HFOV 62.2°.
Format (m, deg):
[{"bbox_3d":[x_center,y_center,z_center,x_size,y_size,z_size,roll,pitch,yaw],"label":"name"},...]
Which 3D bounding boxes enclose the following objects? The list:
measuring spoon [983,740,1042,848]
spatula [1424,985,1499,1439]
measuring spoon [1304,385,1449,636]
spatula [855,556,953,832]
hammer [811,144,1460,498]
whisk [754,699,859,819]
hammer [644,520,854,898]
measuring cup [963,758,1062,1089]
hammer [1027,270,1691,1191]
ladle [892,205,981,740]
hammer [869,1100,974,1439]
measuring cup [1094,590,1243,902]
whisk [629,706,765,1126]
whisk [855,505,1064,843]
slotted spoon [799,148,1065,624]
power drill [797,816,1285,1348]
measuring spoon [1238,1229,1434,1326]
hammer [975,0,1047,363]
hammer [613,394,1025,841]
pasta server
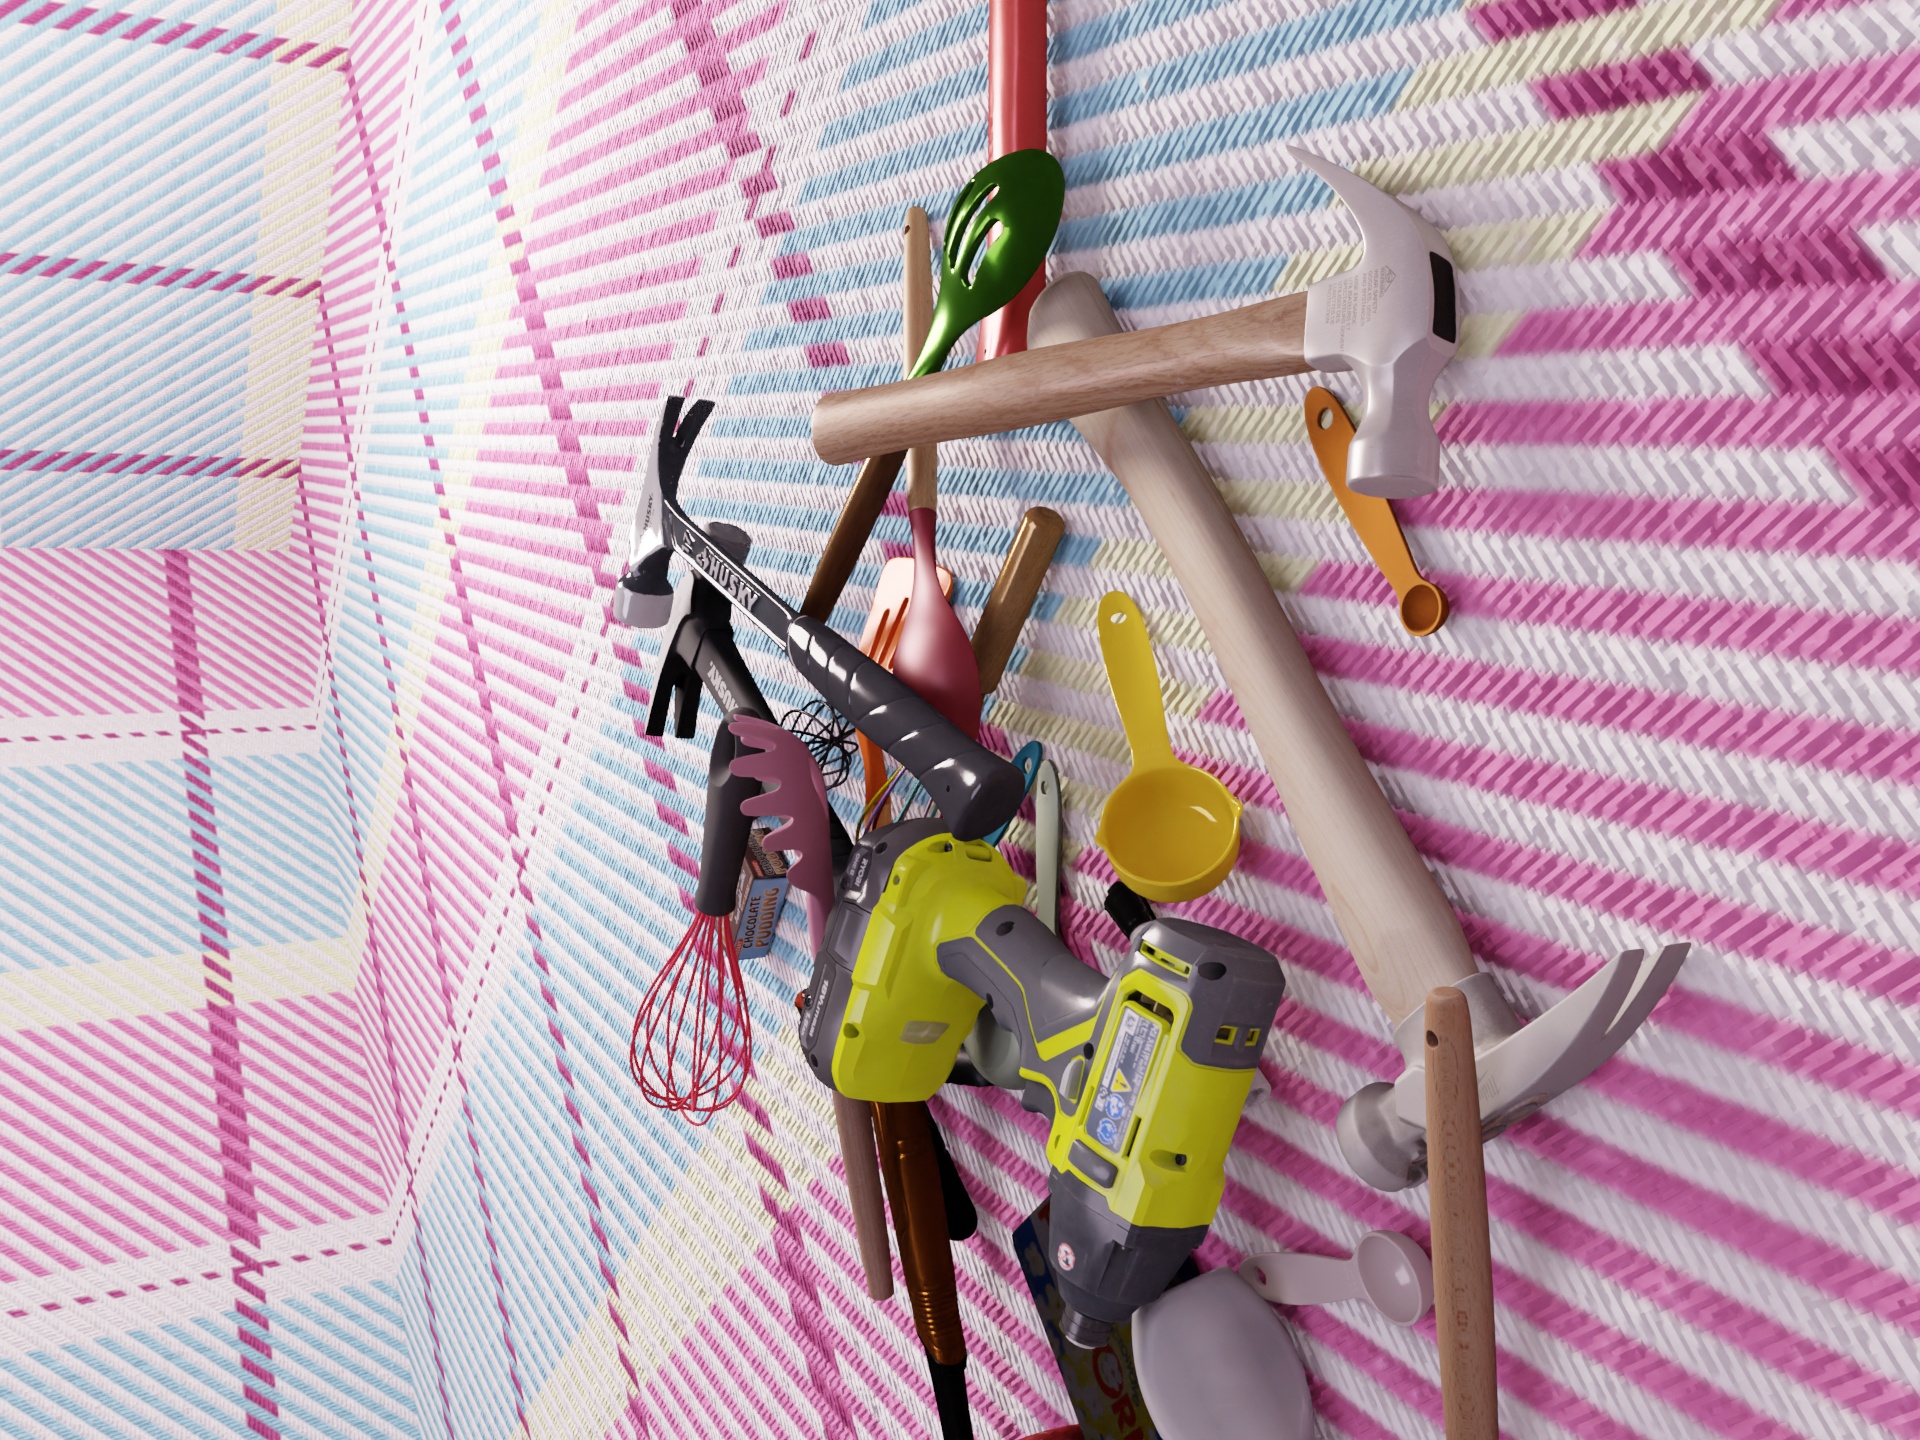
[{"bbox_3d":[0.020,0.063,0.827,0.128,0.021,0.042,-63,40,27],"label":"measuring spoon"},{"bbox_3d":[0.163,0.240,0.528,0.082,0.044,0.317,18,118,62],"label":"spatula"},{"bbox_3d":[0.153,-0.079,0.585,0.021,0.011,0.117,-53,44,45],"label":"measuring spoon"},{"bbox_3d":[-0.039,0.068,0.920,0.081,0.041,0.322,23,116,58],"label":"spatula"},{"bbox_3d":[0.051,-0.144,0.658,0.331,0.031,0.130,1,83,46],"label":"hammer"},{"bbox_3d":[-0.120,0.036,1.035,0.239,0.055,0.055,-33,64,61],"label":"whisk"},{"bbox_3d":[-0.109,0.027,0.917,0.335,0.035,0.146,54,129,46],"label":"hammer"},{"bbox_3d":[0.028,0.102,0.783,0.083,0.038,0.167,20,112,58],"label":"measuring cup"},{"bbox_3d":[0.118,-0.038,0.620,0.146,0.038,0.411,-57,45,44],"label":"hammer"},{"bbox_3d":[-0.019,-0.131,0.823,0.069,0.031,0.316,-28,59,52],"label":"ladle"},{"bbox_3d":[-0.011,0.302,0.828,0.127,0.034,0.337,-9,92,59],"label":"hammer"},{"bbox_3d":[0.082,0.009,0.690,0.029,0.062,0.157,67,-169,-53],"label":"measuring cup"},{"bbox_3d":[-0.142,0.118,0.902,0.073,0.073,0.295,51,137,46],"label":"whisk"},{"bbox_3d":[-0.003,-0.003,0.822,0.047,0.051,0.244,42,125,29],"label":"whisk"},{"bbox_3d":[-0.031,-0.142,0.793,0.313,0.031,0.070,-60,44,39],"label":"slotted spoon"},{"bbox_3d":[0.025,0.144,0.691,0.223,0.080,0.171,24,98,51],"label":"power drill"},{"bbox_3d":[0.145,0.215,0.619,0.124,0.018,0.034,-41,64,62],"label":"measuring spoon"},{"bbox_3d":[0.032,-0.324,0.748,0.149,0.036,0.359,7,98,60],"label":"hammer"},{"bbox_3d":[-0.087,-0.052,0.833,0.409,0.036,0.149,39,121,48],"label":"hammer"},{"bbox_3d":[-0.069,0.148,0.791,0.060,0.040,0.316,-98,0,-76],"label":"pasta server"}]
